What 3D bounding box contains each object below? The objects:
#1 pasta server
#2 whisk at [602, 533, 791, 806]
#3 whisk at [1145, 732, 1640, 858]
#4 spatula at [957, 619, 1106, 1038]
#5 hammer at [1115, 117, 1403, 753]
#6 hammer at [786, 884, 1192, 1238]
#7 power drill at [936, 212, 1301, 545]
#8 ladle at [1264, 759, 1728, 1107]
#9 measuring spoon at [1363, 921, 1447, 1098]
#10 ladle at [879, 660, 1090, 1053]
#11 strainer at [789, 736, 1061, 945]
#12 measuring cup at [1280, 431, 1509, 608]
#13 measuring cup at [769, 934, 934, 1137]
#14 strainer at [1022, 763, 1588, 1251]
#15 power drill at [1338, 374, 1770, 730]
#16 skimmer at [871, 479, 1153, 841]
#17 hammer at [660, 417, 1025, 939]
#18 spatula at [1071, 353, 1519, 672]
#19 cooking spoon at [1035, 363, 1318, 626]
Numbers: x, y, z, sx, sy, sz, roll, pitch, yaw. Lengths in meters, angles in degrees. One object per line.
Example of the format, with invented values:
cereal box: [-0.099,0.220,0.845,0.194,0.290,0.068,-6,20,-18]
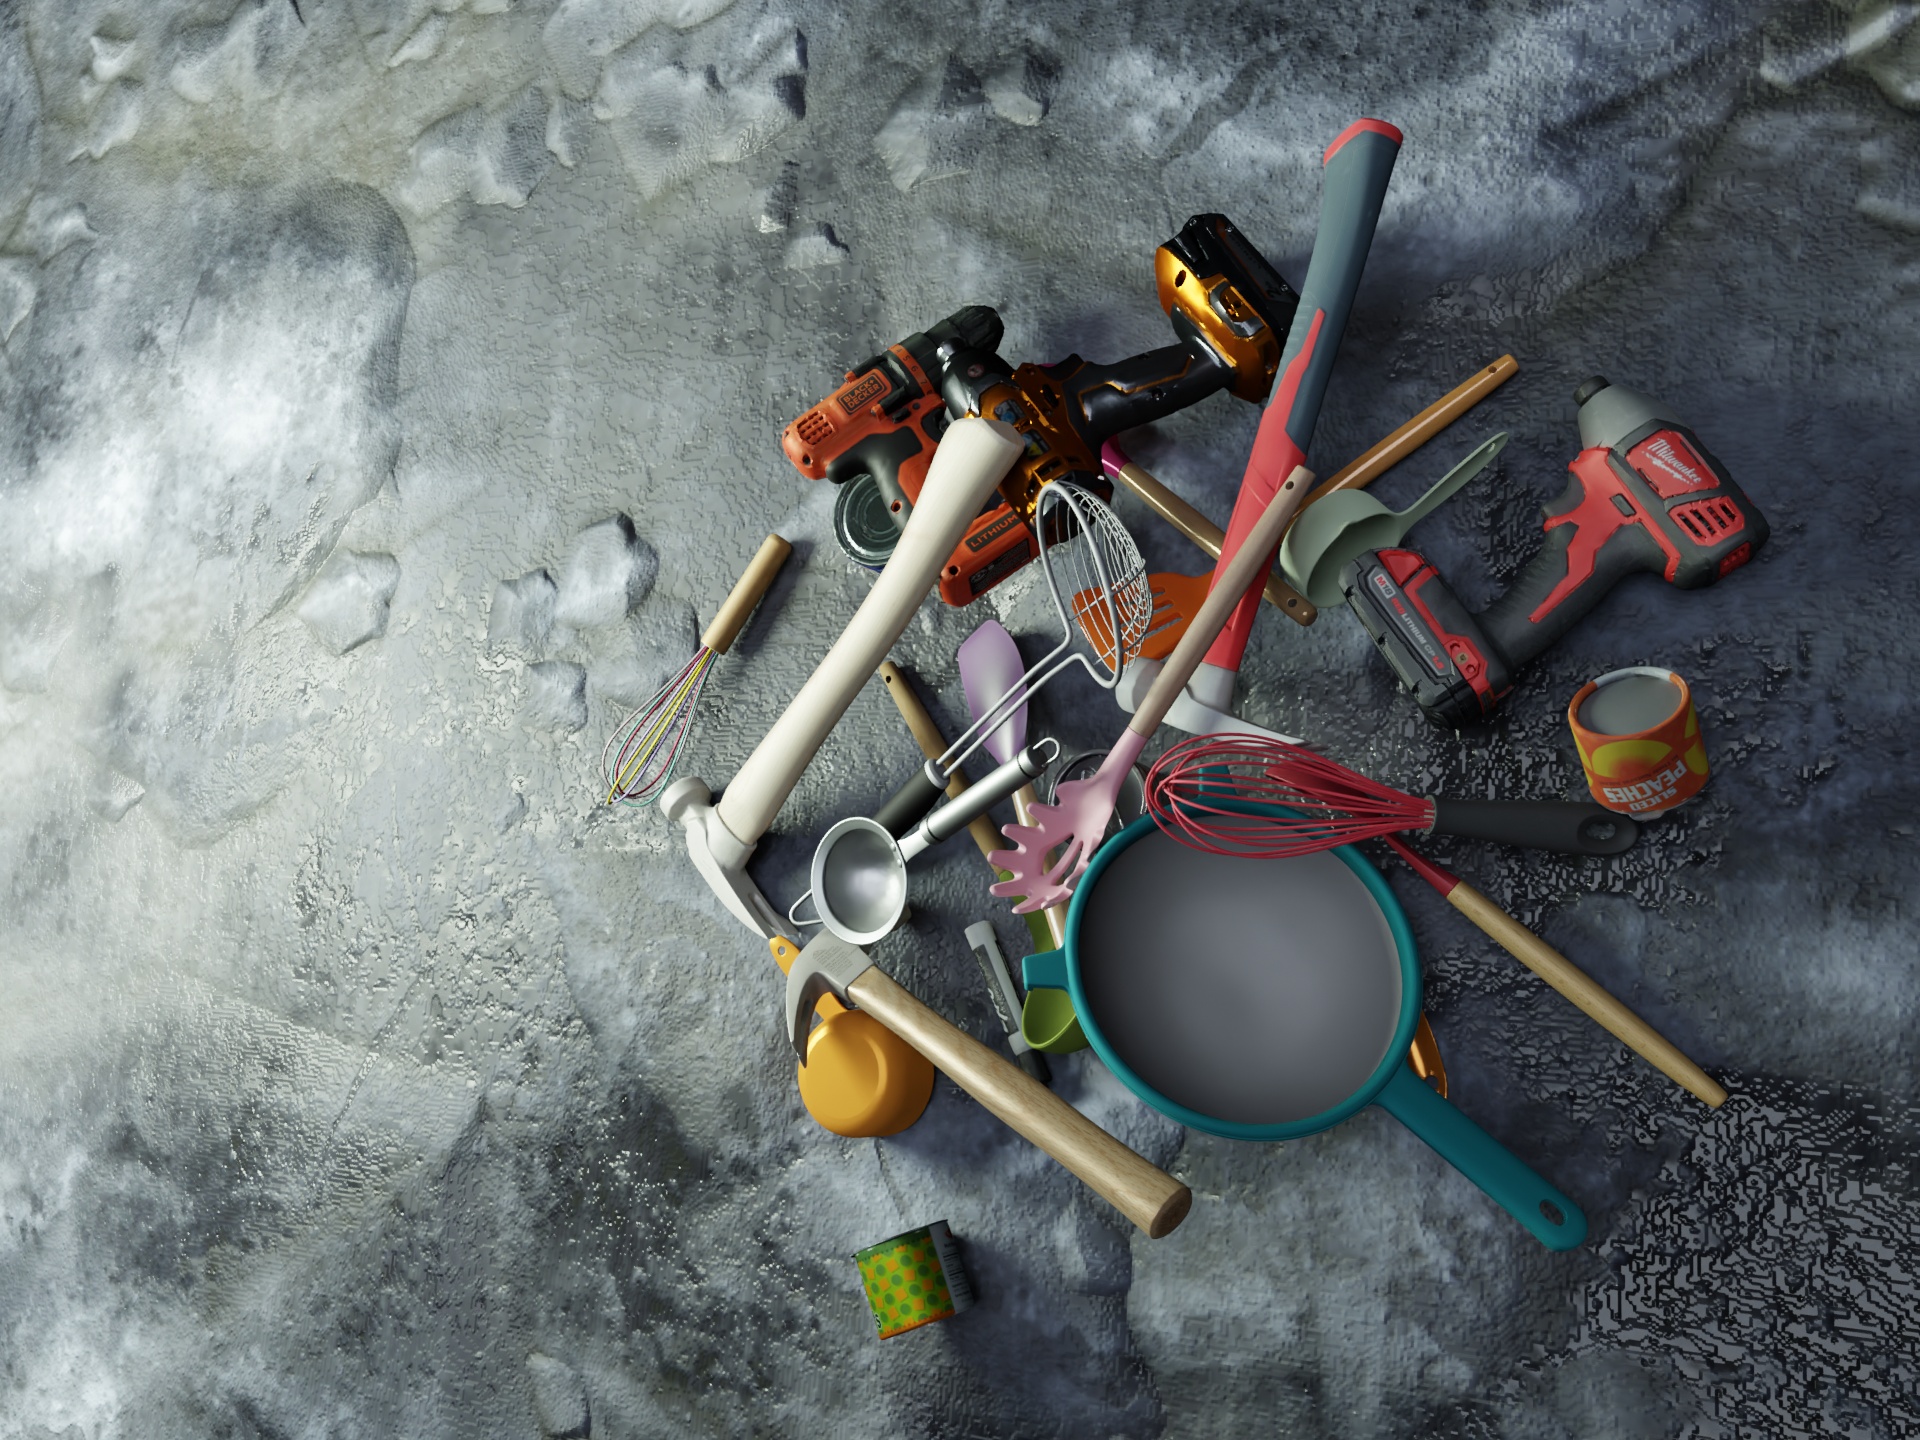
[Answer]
pasta server: [0.118,-0.017,0.958,0.060,0.040,0.316,39,103,36]
whisk: [-0.201,-0.036,1.219,0.051,0.047,0.245,34,91,28]
whisk: [0.251,0.052,0.917,0.295,0.073,0.073,6,80,-6]
spatula: [0.048,0.063,1.052,0.059,0.018,0.316,-42,49,36]
hammer: [0.211,-0.173,0.969,0.143,0.038,0.386,20,94,42]
hammer: [0.008,0.219,0.997,0.130,0.031,0.332,-40,45,-22]
power drill: [0.101,-0.238,1.062,0.226,0.084,0.164,-34,69,-4]
ladle: [0.313,0.118,0.943,0.316,0.069,0.031,40,98,20]
measuring spoon: [0.273,0.178,0.971,0.021,0.011,0.117,-22,75,18]
ladle: [0.012,0.083,1.087,0.078,0.062,0.320,-47,60,29]
strainer: [-0.020,0.076,1.039,0.258,0.050,0.087,-37,67,38]
measuring cup: [0.274,-0.139,1.012,0.167,0.083,0.038,-38,57,-3]
measuring cup: [-0.094,0.213,1.107,0.095,0.052,0.174,-48,65,12]
strainer: [0.210,0.198,0.946,0.340,0.095,0.211,39,65,15]
power drill: [0.348,-0.104,0.958,0.219,0.078,0.143,-34,68,12]
skimmer: [-0.002,-0.003,1.024,0.363,0.090,0.127,-46,54,34]
hammer: [-0.073,-0.029,1.089,0.146,0.038,0.410,50,121,24]
spatula: [0.222,-0.139,1.042,0.322,0.041,0.081,-36,55,13]
cooking spoon: [0.129,-0.156,1.076,0.069,0.017,0.319,-50,54,8]
